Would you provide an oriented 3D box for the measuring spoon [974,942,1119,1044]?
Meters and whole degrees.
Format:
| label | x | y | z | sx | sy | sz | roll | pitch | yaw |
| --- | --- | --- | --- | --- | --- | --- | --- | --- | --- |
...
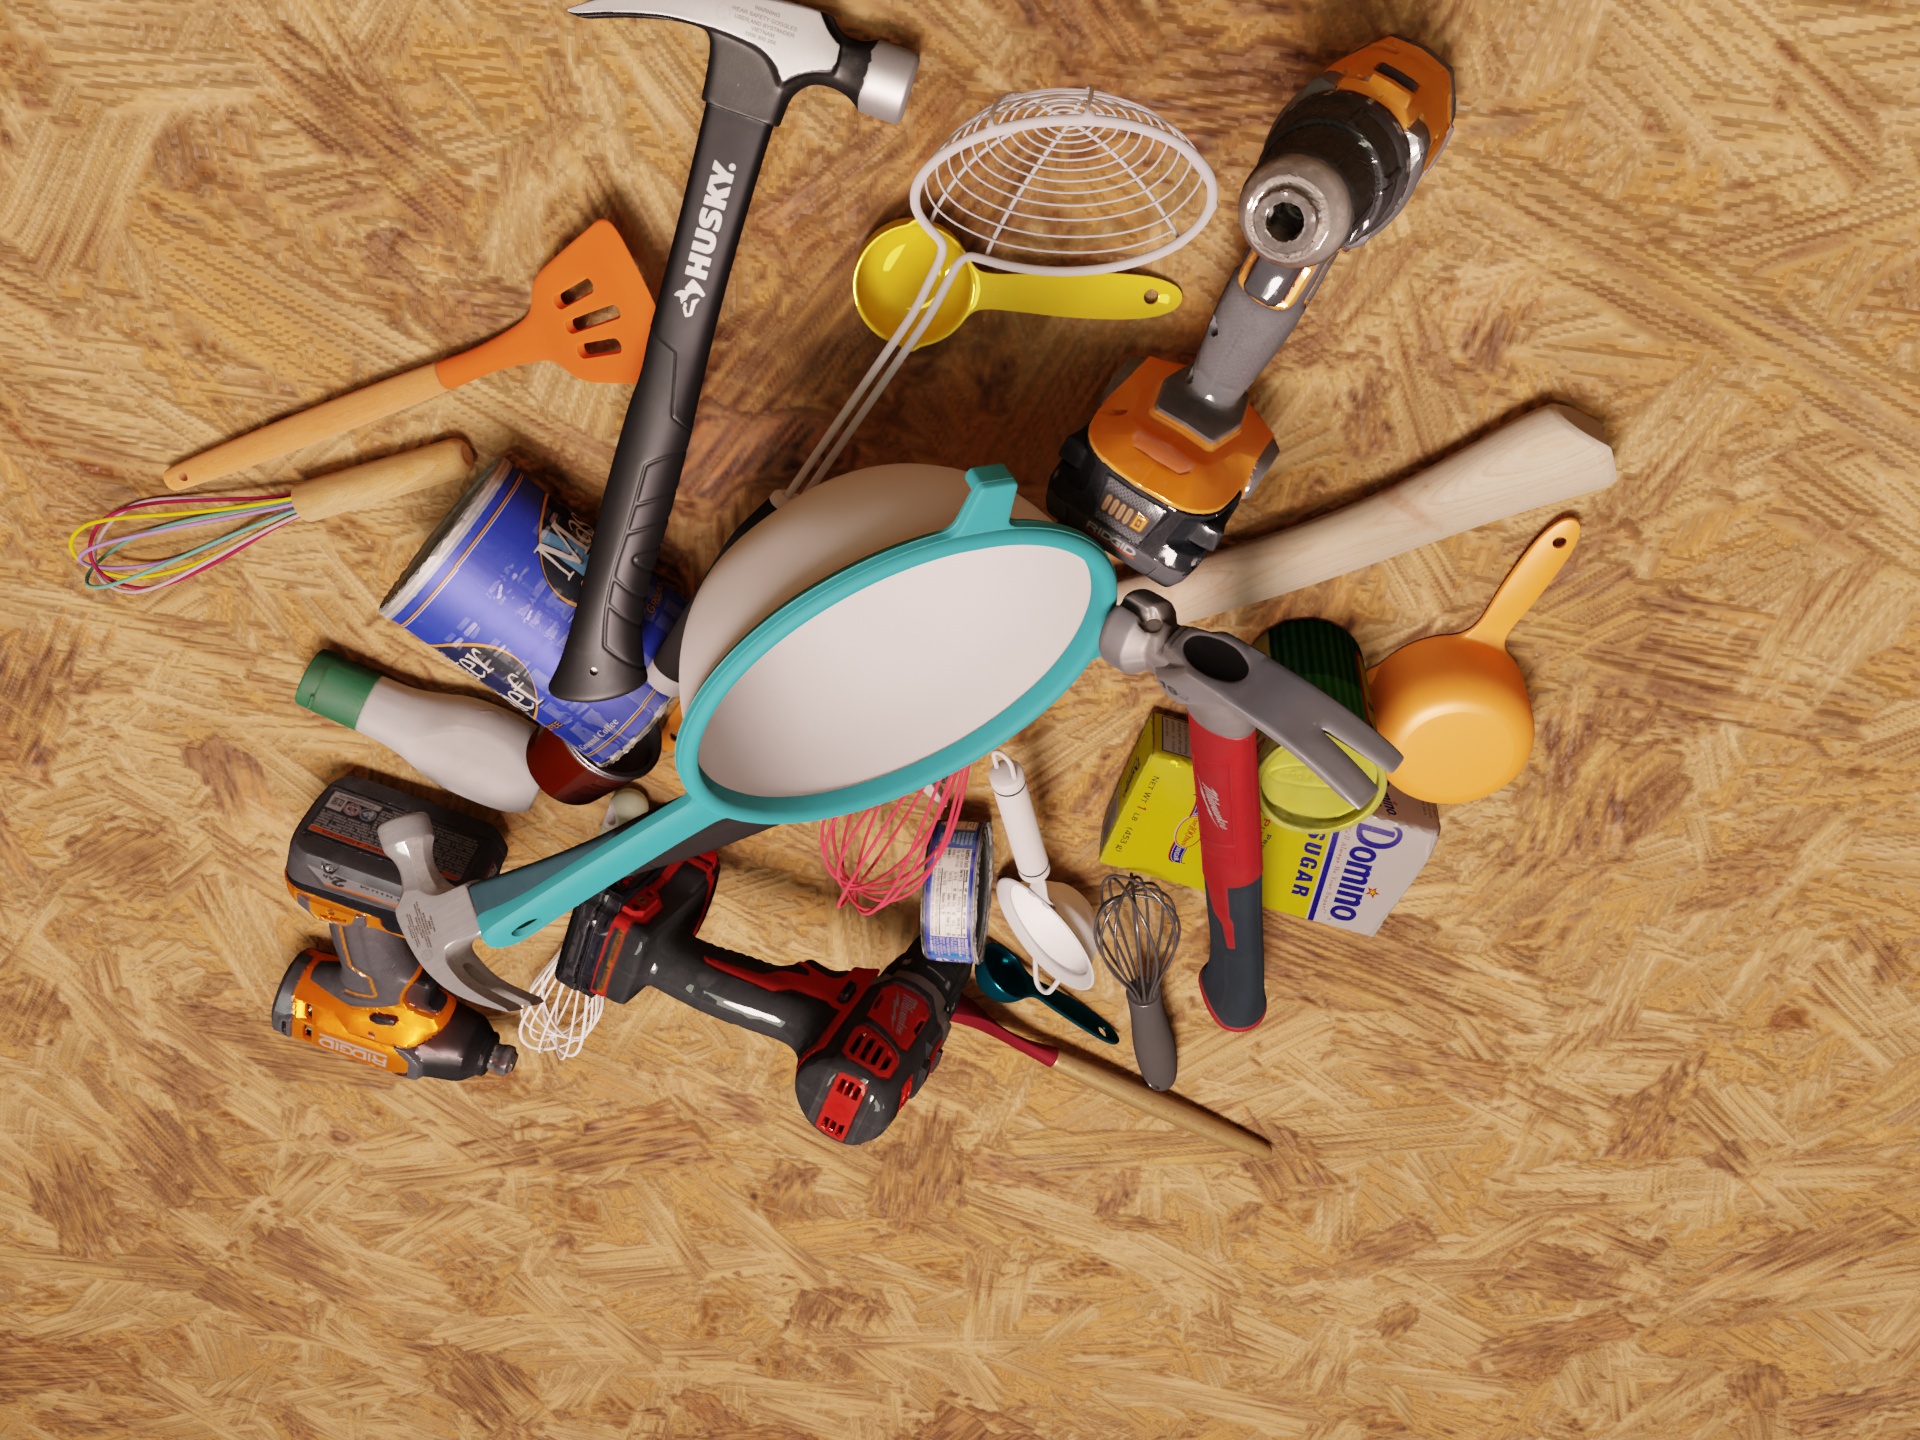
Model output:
| label | x | y | z | sx | sy | sz | roll | pitch | yaw |
| --- | --- | --- | --- | --- | --- | --- | --- | --- | --- |
| measuring spoon | 0.055 | 0.188 | 1.046 | 0.128 | 0.042 | 0.021 | 35 | 119 | -28 |

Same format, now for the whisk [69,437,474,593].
| label | x | y | z | sx | sy | sz | roll | pitch | yaw |
| --- | --- | --- | --- | --- | --- | --- | --- | --- | --- |
| whisk | -0.377 | -0.114 | 0.861 | 0.245 | 0.051 | 0.047 | -13 | 120 | 13 |

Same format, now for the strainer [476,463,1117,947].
| label | x | y | z | sx | sy | sz | roll | pitch | yaw |
| --- | --- | --- | --- | --- | --- | --- | --- | --- | --- |
| strainer | -0.095 | -0.015 | 0.730 | 0.340 | 0.095 | 0.210 | -32 | 155 | 11 |

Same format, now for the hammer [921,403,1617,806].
| label | x | y | z | sx | sy | sz | roll | pitch | yaw |
| --- | --- | --- | --- | --- | --- | --- | --- | --- | --- |
| hammer | 0.132 | -0.064 | 0.838 | 0.410 | 0.038 | 0.146 | -17 | 125 | 19 |

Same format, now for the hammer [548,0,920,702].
| label | x | y | z | sx | sy | sz | roll | pitch | yaw |
| --- | --- | --- | --- | --- | --- | --- | --- | --- | --- |
| hammer | -0.138 | -0.161 | 0.730 | 0.146 | 0.035 | 0.334 | 17 | 109 | -8 |

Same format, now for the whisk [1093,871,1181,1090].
| label | x | y | z | sx | sy | sz | roll | pitch | yaw |
| --- | --- | --- | --- | --- | --- | --- | --- | --- | --- |
| whisk | 0.119 | 0.173 | 1.005 | 0.055 | 0.055 | 0.238 | -4 | 139 | 10 |

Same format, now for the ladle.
| label | x | y | z | sx | sy | sz | roll | pitch | yaw |
| --- | --- | --- | --- | --- | --- | --- | --- | --- | --- |
| ladle | 0.085 | 0.241 | 1.085 | 0.315 | 0.031 | 0.069 | 27 | 162 | -17 |

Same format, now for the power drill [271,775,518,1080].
| label | x | y | z | sx | sy | sz | roll | pitch | yaw |
| --- | --- | --- | --- | --- | --- | --- | --- | --- | --- |
| power drill | -0.360 | 0.153 | 1.040 | 0.164 | 0.084 | 0.226 | 20 | 131 | -4 |

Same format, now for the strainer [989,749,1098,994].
| label | x | y | z | sx | sy | sz | roll | pitch | yaw |
| --- | --- | --- | --- | --- | --- | --- | --- | --- | --- |
| strainer | 0.046 | 0.089 | 0.931 | 0.087 | 0.050 | 0.258 | 39 | 161 | 31 |

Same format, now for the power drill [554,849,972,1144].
| label | x | y | z | sx | sy | sz | roll | pitch | yaw |
| --- | --- | --- | --- | --- | --- | --- | --- | --- | --- |
| power drill | -0.107 | 0.144 | 0.967 | 0.227 | 0.188 | 0.080 | 27 | 119 | 8 |

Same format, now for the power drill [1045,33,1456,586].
| label | x | y | z | sx | sy | sz | roll | pitch | yaw |
| --- | --- | --- | --- | --- | --- | --- | --- | --- | --- |
| power drill | 0.119 | -0.165 | 0.668 | 0.084 | 0.185 | 0.226 | 33 | 129 | 4 |

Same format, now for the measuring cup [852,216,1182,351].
| label | x | y | z | sx | sy | sz | roll | pitch | yaw |
| --- | --- | --- | --- | --- | --- | --- | --- | --- | --- |
| measuring cup | 0.026 | -0.206 | 0.753 | 0.156 | 0.029 | 0.062 | 1 | 120 | -9 |

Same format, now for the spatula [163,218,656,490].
| label | x | y | z | sx | sy | sz | roll | pitch | yaw |
| --- | --- | --- | --- | --- | --- | --- | --- | --- | --- |
| spatula | -0.286 | -0.166 | 0.808 | 0.322 | 0.041 | 0.081 | -15 | 112 | 19 |

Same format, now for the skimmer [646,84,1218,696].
| label | x | y | z | sx | sy | sz | roll | pitch | yaw |
| --- | --- | --- | --- | --- | --- | --- | --- | --- | --- |
| skimmer | -0.034 | -0.128 | 0.721 | 0.127 | 0.090 | 0.363 | 13 | 125 | -46 |

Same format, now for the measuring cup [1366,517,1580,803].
| label | x | y | z | sx | sy | sz | roll | pitch | yaw |
| --- | --- | --- | --- | --- | --- | --- | --- | --- | --- |
| measuring cup | 0.279 | -0.026 | 0.837 | 0.095 | 0.052 | 0.173 | 18 | 130 | -7 |

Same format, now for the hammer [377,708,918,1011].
| label | x | y | z | sx | sy | sz | roll | pitch | yaw |
| --- | --- | --- | --- | --- | --- | --- | --- | --- | --- |
| hammer | -0.170 | 0.065 | 0.864 | 0.331 | 0.033 | 0.128 | -21 | 84 | 19 |

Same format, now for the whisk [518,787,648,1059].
| label | x | y | z | sx | sy | sz | roll | pitch | yaw |
| --- | --- | --- | --- | --- | --- | --- | --- | --- | --- |
| whisk | -0.243 | 0.137 | 1.042 | 0.059 | 0.058 | 0.246 | -4 | 134 | -35 |

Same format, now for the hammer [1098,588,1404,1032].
| label | x | y | z | sx | sy | sz | roll | pitch | yaw |
| --- | --- | --- | --- | --- | --- | --- | --- | --- | --- |
| hammer | 0.154 | 0.086 | 0.832 | 0.143 | 0.038 | 0.385 | 36 | 160 | 29 |

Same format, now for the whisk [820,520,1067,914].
| label | x | y | z | sx | sy | sz | roll | pitch | yaw |
| --- | --- | --- | --- | --- | --- | --- | --- | --- | --- |
| whisk | -0.001 | -0.003 | 0.844 | 0.073 | 0.073 | 0.295 | 25 | 123 | -12 |

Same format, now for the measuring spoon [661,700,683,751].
| label | x | y | z | sx | sy | sz | roll | pitch | yaw |
| --- | --- | --- | --- | --- | --- | --- | --- | --- | --- |
| measuring spoon | -0.145 | -0.016 | 0.925 | 0.021 | 0.011 | 0.117 | 32 | 125 | -17 |
